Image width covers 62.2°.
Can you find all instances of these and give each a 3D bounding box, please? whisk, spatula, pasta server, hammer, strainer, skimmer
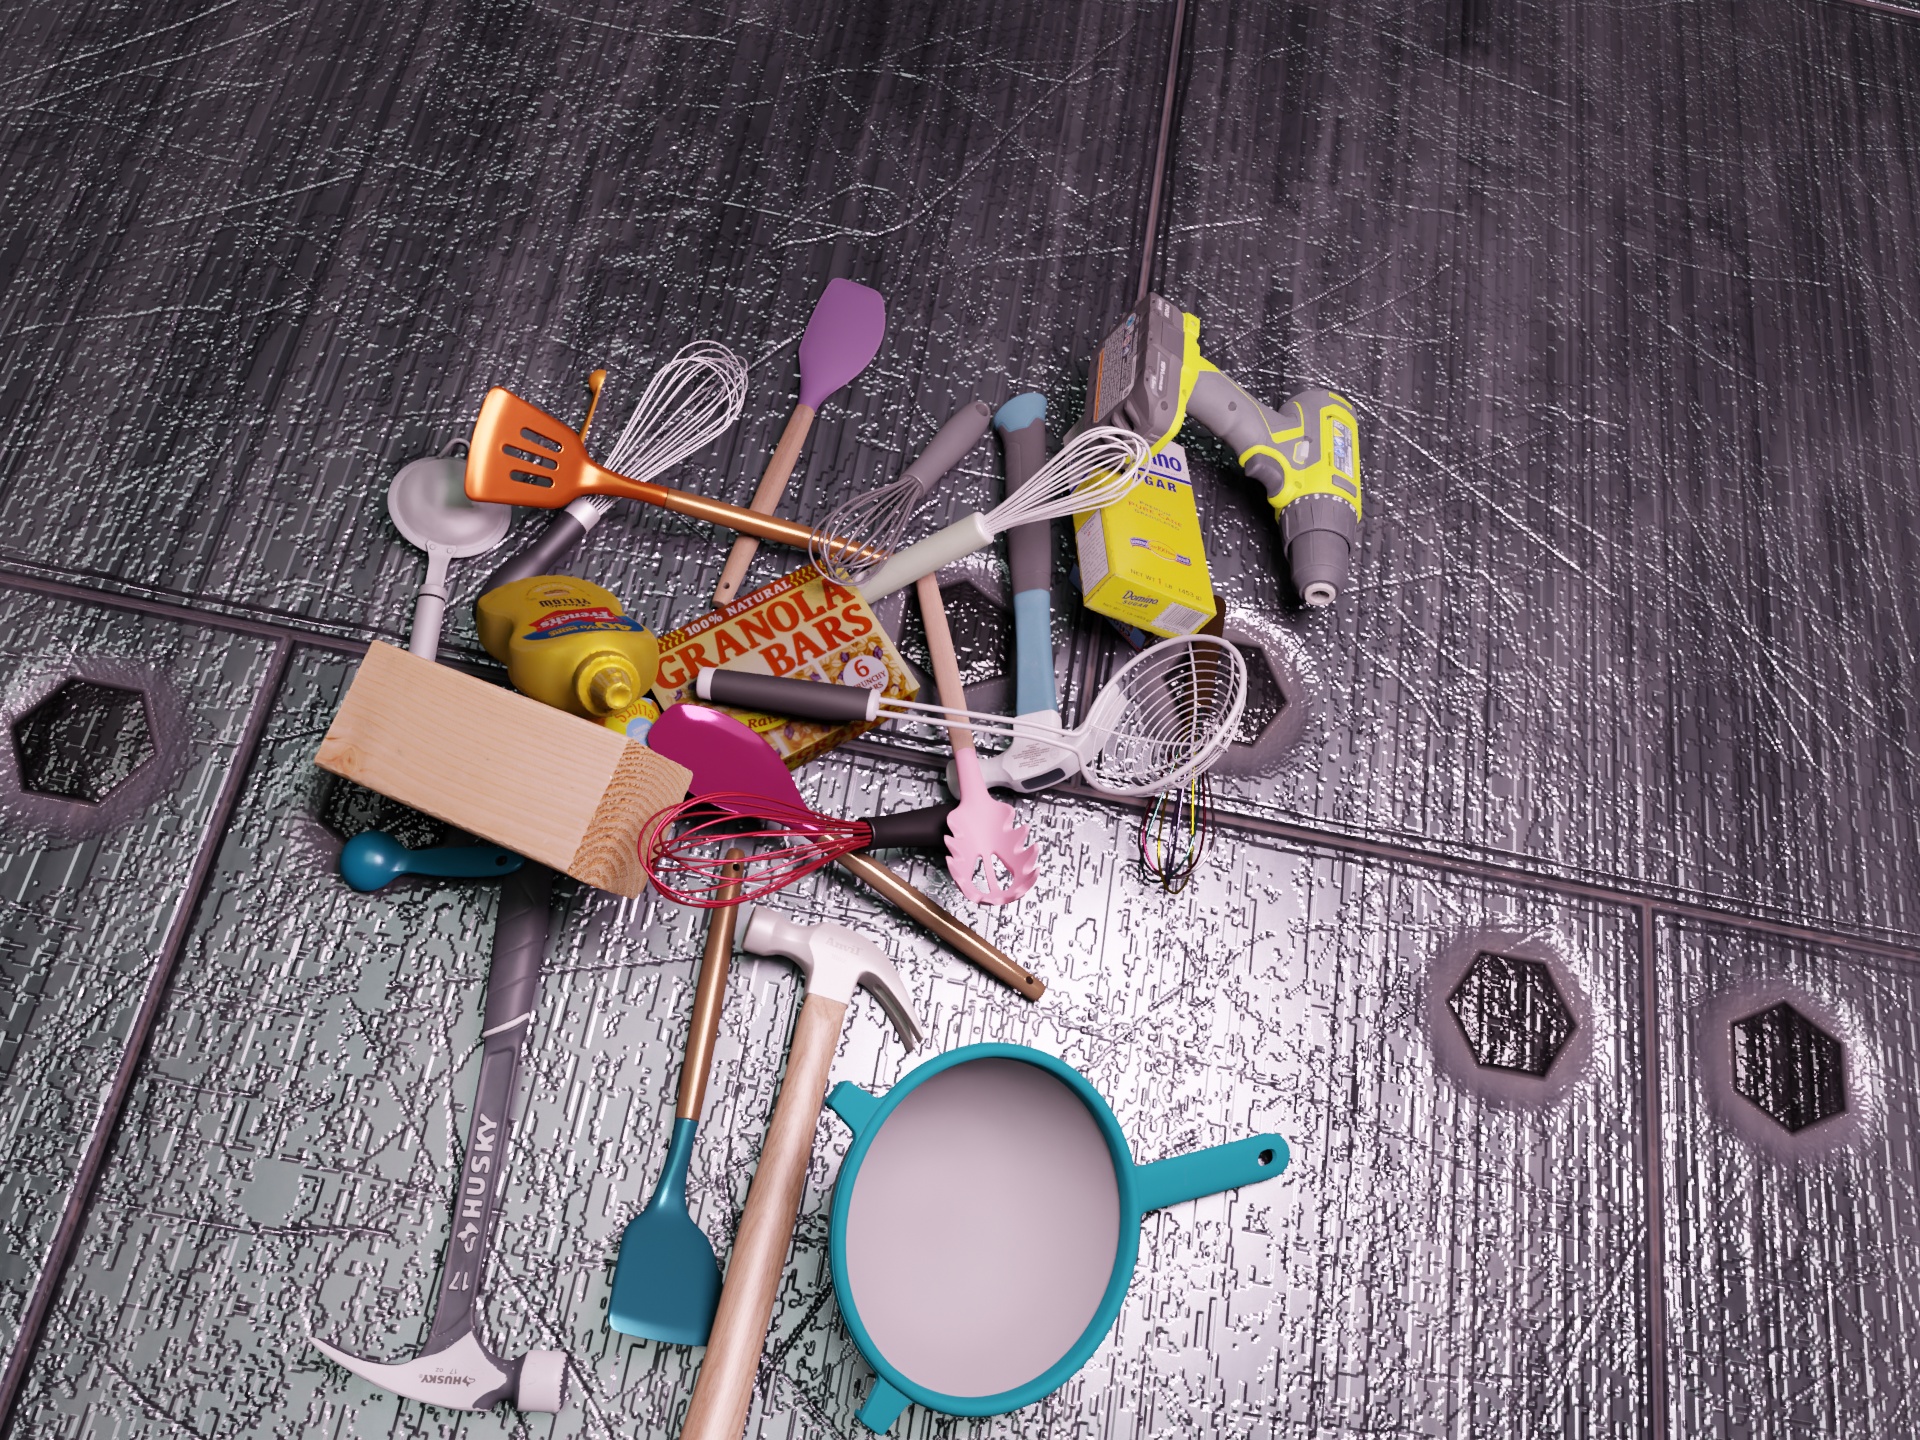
[{"bbox_3d":[-0.039,-0.176,1.182,0.055,0.055,0.239,33,50,6],"label":"whisk"},{"bbox_3d":[-0.187,-0.153,1.140,0.322,0.041,0.081,14,88,-17],"label":"spatula"},{"bbox_3d":[-0.002,-0.004,1.105,0.060,0.040,0.317,-8,55,-7],"label":"pasta server"},{"bbox_3d":[-0.164,0.228,1.014,0.082,0.044,0.318,20,61,-26],"label":"spatula"},{"bbox_3d":[-0.078,0.076,1.031,0.295,0.073,0.073,-3,64,-41],"label":"whisk"},{"bbox_3d":[-0.296,0.214,1.007,0.149,0.036,0.409,5,66,-5],"label":"hammer"},{"bbox_3d":[-0.257,-0.174,1.169,0.070,0.070,0.285,37,72,8],"label":"whisk"},{"bbox_3d":[0.168,0.014,1.159,0.047,0.051,0.245,25,60,-20],"label":"whisk"},{"bbox_3d":[0.050,-0.103,1.175,0.128,0.033,0.331,-11,61,18],"label":"hammer"},{"bbox_3d":[-0.126,-0.218,1.223,0.060,0.018,0.316,20,65,0],"label":"spatula"},{"bbox_3d":[-0.109,0.281,0.982,0.130,0.031,0.332,19,59,-10],"label":"hammer"},{"bbox_3d":[0.024,-0.141,1.137,0.246,0.059,0.058,-25,43,21],"label":"whisk"},{"bbox_3d":[-0.371,-0.097,1.126,0.086,0.050,0.259,11,69,-20],"label":"strainer"},{"bbox_3d":[0.001,-0.021,1.046,0.363,0.090,0.127,8,51,6],"label":"skimmer"},{"bbox_3d":[0.053,0.298,0.999,0.340,0.095,0.211,-3,84,-32],"label":"strainer"}]

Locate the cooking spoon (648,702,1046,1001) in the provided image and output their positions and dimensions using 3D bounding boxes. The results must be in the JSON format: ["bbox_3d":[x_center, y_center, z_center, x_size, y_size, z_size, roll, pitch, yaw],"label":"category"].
[{"bbox_3d":[-0.073,0.093,1.071,0.319,0.017,0.069,36,51,-3],"label":"cooking spoon"}]

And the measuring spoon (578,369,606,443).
[{"bbox_3d":[-0.287,-0.218,1.193,0.011,0.021,0.117,23,59,-22],"label":"measuring spoon"}]

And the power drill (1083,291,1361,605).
[{"bbox_3d":[0.207,-0.200,1.186,0.228,0.080,0.191,25,52,-23],"label":"power drill"}]

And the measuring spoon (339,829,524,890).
[{"bbox_3d":[-0.348,0.089,1.039,0.128,0.021,0.042,-1,62,10],"label":"measuring spoon"}]
